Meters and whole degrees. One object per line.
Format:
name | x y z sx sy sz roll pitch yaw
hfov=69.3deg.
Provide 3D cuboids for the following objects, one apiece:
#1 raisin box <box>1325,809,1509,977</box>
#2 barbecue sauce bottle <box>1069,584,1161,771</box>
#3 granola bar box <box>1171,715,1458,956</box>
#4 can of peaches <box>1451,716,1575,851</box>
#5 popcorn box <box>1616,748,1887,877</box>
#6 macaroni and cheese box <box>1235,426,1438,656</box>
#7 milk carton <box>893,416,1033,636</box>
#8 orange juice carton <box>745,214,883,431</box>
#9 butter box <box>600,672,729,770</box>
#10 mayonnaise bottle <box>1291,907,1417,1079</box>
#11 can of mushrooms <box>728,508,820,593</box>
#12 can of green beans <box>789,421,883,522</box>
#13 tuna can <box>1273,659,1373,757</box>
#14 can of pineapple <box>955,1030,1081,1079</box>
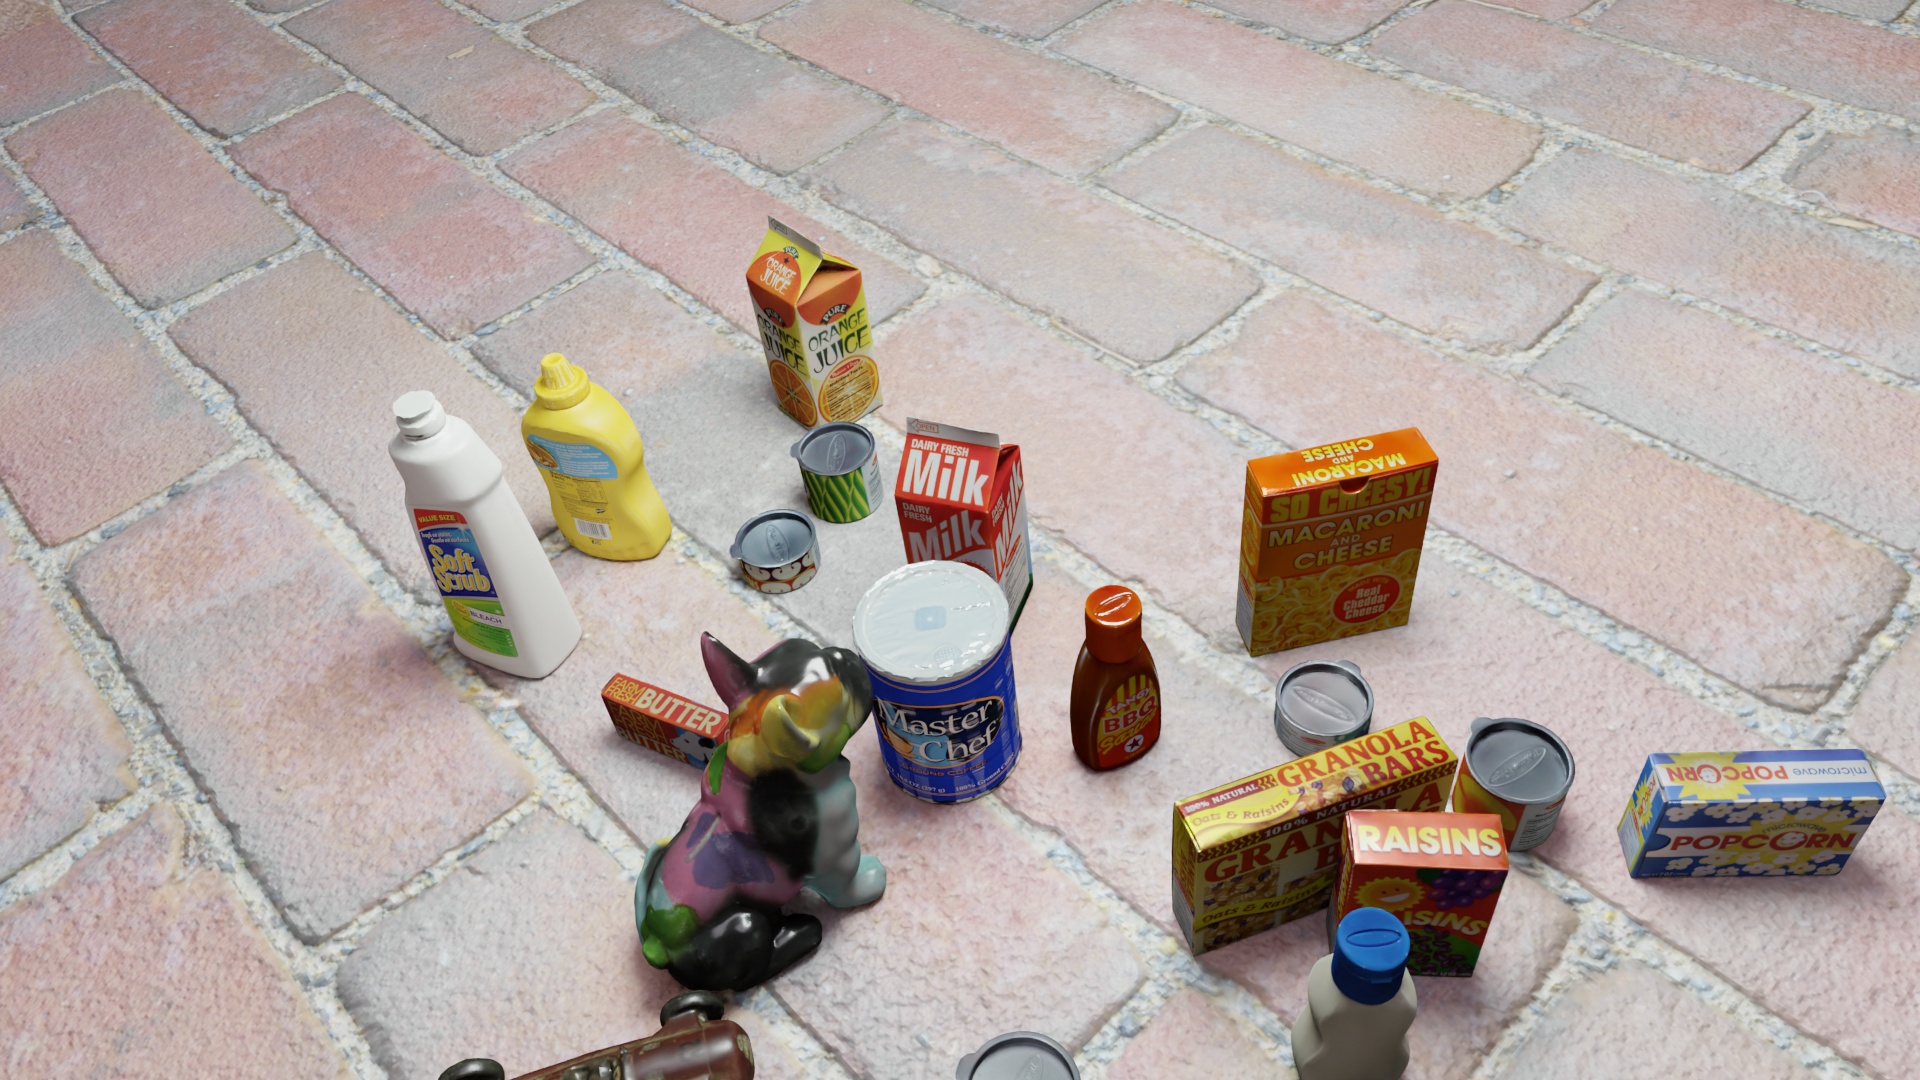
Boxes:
raisin box | 0.264 0.207 0.811 0.086 0.122 0.040 1 46 8
barbecue sauce bottle | 0.103 0.091 0.929 0.065 0.147 0.044 -26 48 -17
granola bar box | 0.211 0.180 0.844 0.166 0.123 0.039 -17 46 -9
can of peaches | 0.353 0.156 0.896 0.071 0.057 0.071 -4 45 4
popcorn box | 0.480 0.168 0.849 0.127 0.084 0.038 -2 46 5
macaroni and cheese box | 0.262 0.005 0.981 0.124 0.165 0.040 -12 45 -4
milk carton | 0.004 -0.013 1.015 0.072 0.189 0.074 11 48 18
orange juice carton | -0.128 -0.189 1.204 0.073 0.191 0.072 -35 51 -25
butter box | -0.206 0.133 0.995 0.103 0.052 0.024 17 50 22
mayonnaise bottle | 0.217 0.252 0.756 0.065 0.147 0.041 -5 45 2
can of mushrooms | -0.149 0.009 1.123 0.071 0.033 0.071 -4 45 4
can of green beans | -0.100 -0.057 1.165 0.071 0.057 0.071 -4 45 4
tuna can | 0.253 0.117 0.965 0.071 0.032 0.071 -4 45 4
can of pineapple | 0.035 0.318 0.778 0.071 0.057 0.071 -4 45 4
